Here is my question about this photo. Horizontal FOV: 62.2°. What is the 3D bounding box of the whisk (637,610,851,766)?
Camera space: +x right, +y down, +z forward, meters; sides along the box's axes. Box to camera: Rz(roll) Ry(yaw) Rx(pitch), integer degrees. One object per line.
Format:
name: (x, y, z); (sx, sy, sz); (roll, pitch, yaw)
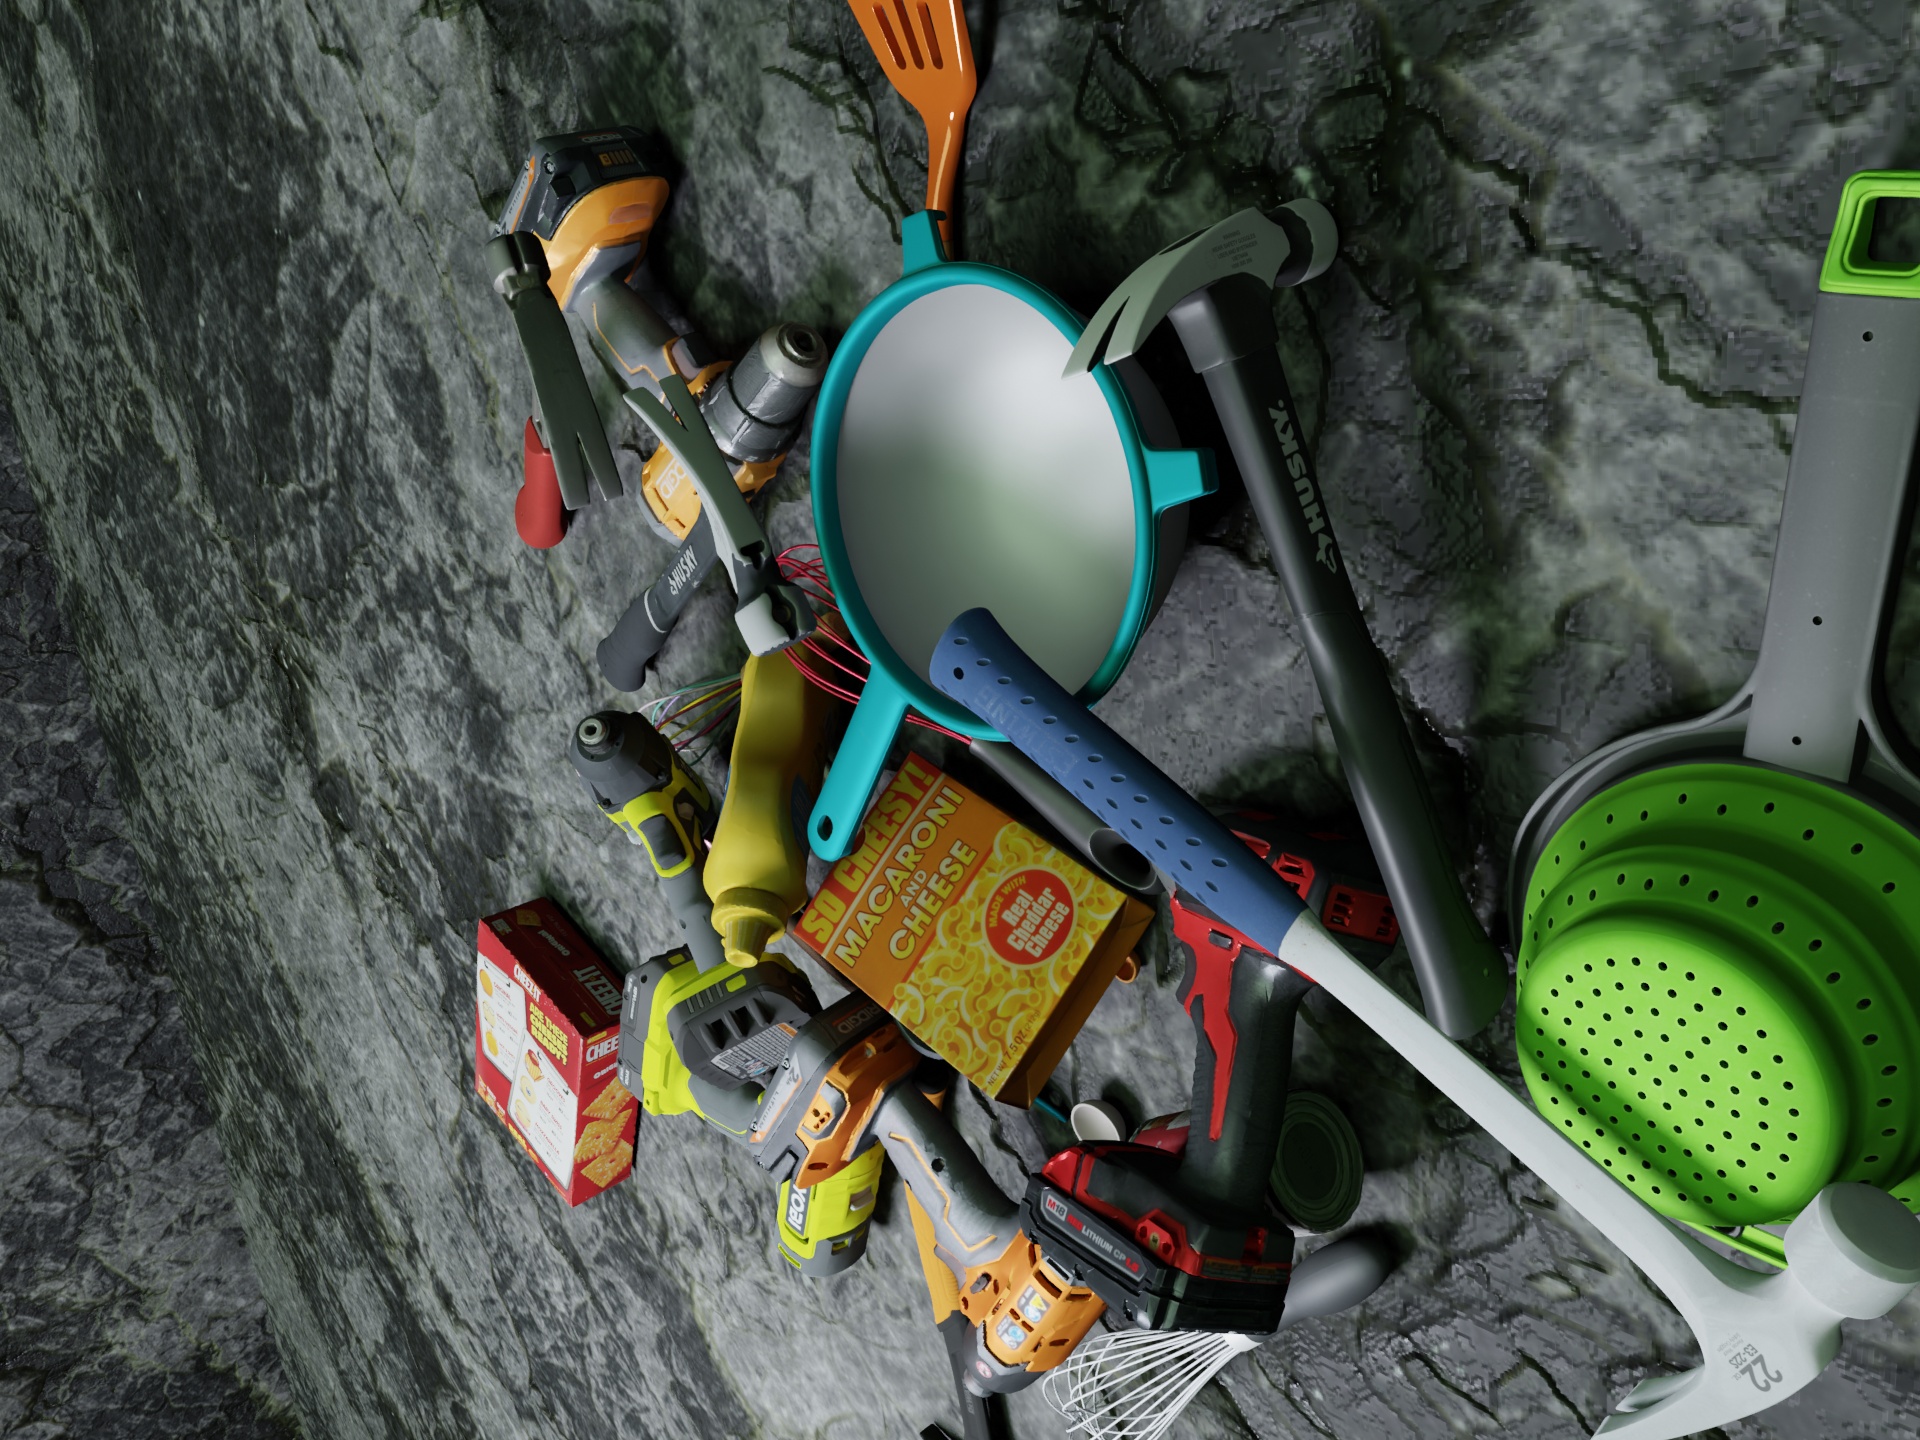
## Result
whisk: (-0.144, -0.017, 1.019); (0.245, 0.047, 0.051); (-26, 84, 48)

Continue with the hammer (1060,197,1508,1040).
hammer: (0.144, -0.028, 0.619); (0.035, 0.146, 0.334); (-10, 106, 49)

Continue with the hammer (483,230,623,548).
hammer: (-0.254, -0.157, 0.984); (0.359, 0.036, 0.149); (149, 103, -73)

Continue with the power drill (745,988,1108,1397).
power drill: (-0.017, 0.285, 0.930); (0.227, 0.084, 0.164); (39, 124, 20)

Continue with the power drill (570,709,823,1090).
power drill: (-0.168, 0.103, 0.973); (0.223, 0.080, 0.171); (61, 176, 21)

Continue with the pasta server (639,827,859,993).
pasta server: (-0.130, 0.130, 1.068); (0.316, 0.040, 0.060); (36, 153, 34)

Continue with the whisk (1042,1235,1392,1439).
whisk: (0.131, 0.330, 0.844); (0.070, 0.070, 0.284); (55, 135, 17)

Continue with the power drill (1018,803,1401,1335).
power drill: (0.109, 0.146, 0.713); (0.143, 0.078, 0.219); (18, 91, 58)

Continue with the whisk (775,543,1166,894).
whisk: (-0.001, -0.003, 0.849); (0.296, 0.073, 0.073); (38, 133, 24)

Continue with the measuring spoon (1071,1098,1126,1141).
measuring spoon: (0.080, 0.261, 0.907); (0.034, 0.018, 0.124); (26, 131, 35)

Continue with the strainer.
strainer: (0.010, -0.058, 0.770); (0.211, 0.095, 0.340); (48, 134, 25)

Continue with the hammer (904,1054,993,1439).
hammer: (-0.012, 0.366, 1.042); (0.127, 0.034, 0.336); (7, 111, 47)

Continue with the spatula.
spatula: (-0.017, -0.211, 0.785); (0.081, 0.041, 0.322); (22, 123, 42)

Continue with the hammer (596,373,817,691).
hammer: (-0.179, -0.076, 0.949); (0.149, 0.036, 0.409); (64, 158, -1)

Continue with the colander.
colander: (0.261, 0.030, 0.523); (0.205, 0.094, 0.396); (20, 121, 43)

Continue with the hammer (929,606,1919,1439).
hammer: (0.131, 0.091, 0.596); (0.406, 0.035, 0.144); (42, 136, 29)

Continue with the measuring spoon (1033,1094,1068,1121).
measuring spoon: (0.017, 0.196, 0.947); (0.129, 0.021, 0.042); (31, 164, 27)

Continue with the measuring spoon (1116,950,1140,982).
measuring spoon: (0.057, 0.106, 0.867); (0.117, 0.011, 0.021); (34, 130, 40)

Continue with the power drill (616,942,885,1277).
power drill: (-0.139, 0.249, 1.106); (0.229, 0.080, 0.190); (31, 123, 35)

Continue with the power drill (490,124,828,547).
power drill: (-0.171, -0.234, 0.925); (0.226, 0.084, 0.185); (59, 141, 5)
